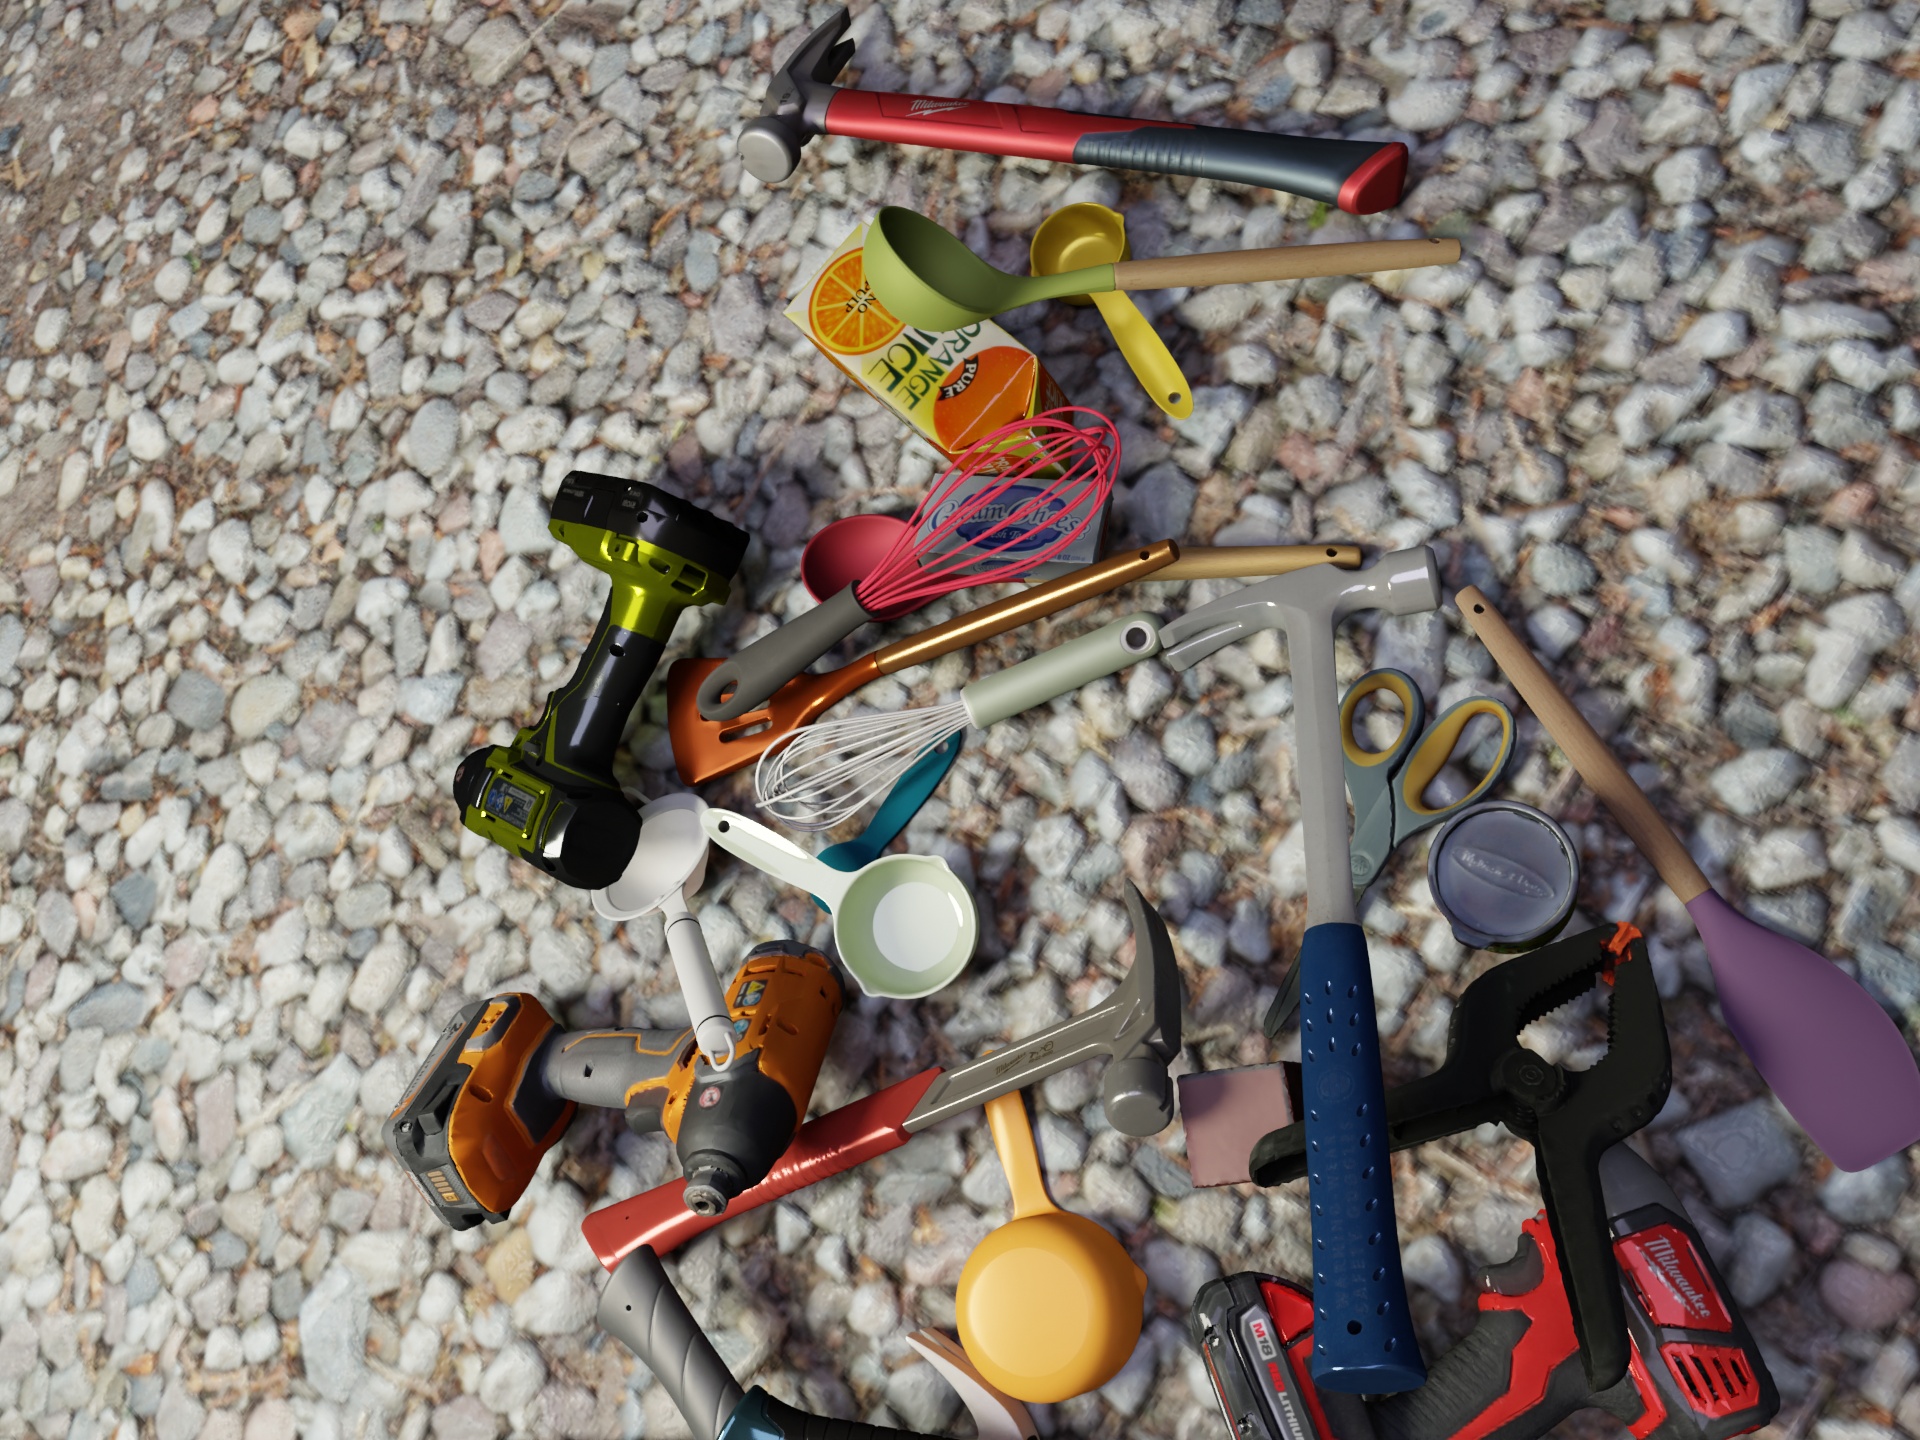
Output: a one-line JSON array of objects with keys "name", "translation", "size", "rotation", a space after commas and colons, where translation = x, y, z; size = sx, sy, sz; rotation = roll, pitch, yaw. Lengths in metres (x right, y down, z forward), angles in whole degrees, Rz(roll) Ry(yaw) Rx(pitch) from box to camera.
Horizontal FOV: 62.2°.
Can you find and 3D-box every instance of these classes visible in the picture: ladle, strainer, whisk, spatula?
[{"name": "ladle", "translation": [0.061, -0.086, 0.884], "size": [0.315, 0.031, 0.069], "rotation": [0, 70, 19]}, {"name": "strainer", "translation": [-0.150, 0.111, 0.856], "size": [0.087, 0.050, 0.259], "rotation": [-40, 31, 2]}, {"name": "whisk", "translation": [-0.001, -0.003, 0.871], "size": [0.246, 0.059, 0.058], "rotation": [-23, 93, 6]}, {"name": "ladle", "translation": [0.108, -0.249, 0.847], "size": [0.320, 0.062, 0.078], "rotation": [-4, 45, 0]}, {"name": "spatula", "translation": [-0.029, -0.041, 0.879], "size": [0.322, 0.041, 0.081], "rotation": [-20, 69, 29]}, {"name": "whisk", "translation": [-0.036, -0.074, 0.848], "size": [0.296, 0.073, 0.073], "rotation": [-31, 67, 27]}, {"name": "spatula", "translation": [0.332, 0.060, 0.747], "size": [0.060, 0.018, 0.316], "rotation": [-35, 68, 8]}]

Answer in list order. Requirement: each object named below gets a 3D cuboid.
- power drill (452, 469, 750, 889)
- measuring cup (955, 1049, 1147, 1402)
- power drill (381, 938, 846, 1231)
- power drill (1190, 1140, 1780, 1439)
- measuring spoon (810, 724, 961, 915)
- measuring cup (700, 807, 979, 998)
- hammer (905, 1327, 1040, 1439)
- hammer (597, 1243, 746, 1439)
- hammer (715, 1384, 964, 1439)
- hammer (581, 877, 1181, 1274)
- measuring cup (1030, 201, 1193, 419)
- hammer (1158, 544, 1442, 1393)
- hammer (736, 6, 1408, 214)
[{"name": "power drill", "translation": [-0.223, -0.028, 0.936], "size": [0.171, 0.080, 0.223], "rotation": [17, 84, 47]}, {"name": "measuring cup", "translation": [0.030, 0.249, 0.792], "size": [0.095, 0.052, 0.174], "rotation": [-21, 72, 15]}, {"name": "power drill", "translation": [-0.181, 0.201, 0.833], "size": [0.226, 0.084, 0.164], "rotation": [-13, 28, 18]}, {"name": "power drill", "translation": [0.218, 0.262, 0.684], "size": [0.219, 0.078, 0.143], "rotation": [-18, 64, -3]}, {"name": "measuring spoon", "translation": [-0.043, 0.053, 0.888], "size": [0.042, 0.021, 0.128], "rotation": [37, 90, 25]}, {"name": "measuring cup", "translation": [-0.066, 0.090, 0.863], "size": [0.168, 0.038, 0.083], "rotation": [27, 88, 13]}, {"name": "hammer", "translation": [-0.116, 0.388, 0.823], "size": [0.331, 0.031, 0.130], "rotation": [-9, 73, 19]}, {"name": "hammer", "translation": [-0.048, 0.425, 0.753], "size": [0.149, 0.036, 0.409], "rotation": [-44, 71, 11]}, {"name": "hammer", "translation": [0.048, 0.355, 0.726], "size": [0.331, 0.033, 0.128], "rotation": [8, 78, 7]}, {"name": "hammer", "translation": [-0.049, 0.204, 0.824], "size": [0.359, 0.036, 0.149], "rotation": [-28, 28, 21]}, {"name": "measuring cup", "translation": [0.093, -0.229, 0.910], "size": [0.062, 0.029, 0.157], "rotation": [-32, 70, 10]}, {"name": "hammer", "translation": [0.162, 0.087, 0.719], "size": [0.144, 0.035, 0.406], "rotation": [-11, 50, 21]}, {"name": "hammer", "translation": [0.068, -0.352, 0.934], "size": [0.386, 0.038, 0.143], "rotation": [13, 57, 18]}]
